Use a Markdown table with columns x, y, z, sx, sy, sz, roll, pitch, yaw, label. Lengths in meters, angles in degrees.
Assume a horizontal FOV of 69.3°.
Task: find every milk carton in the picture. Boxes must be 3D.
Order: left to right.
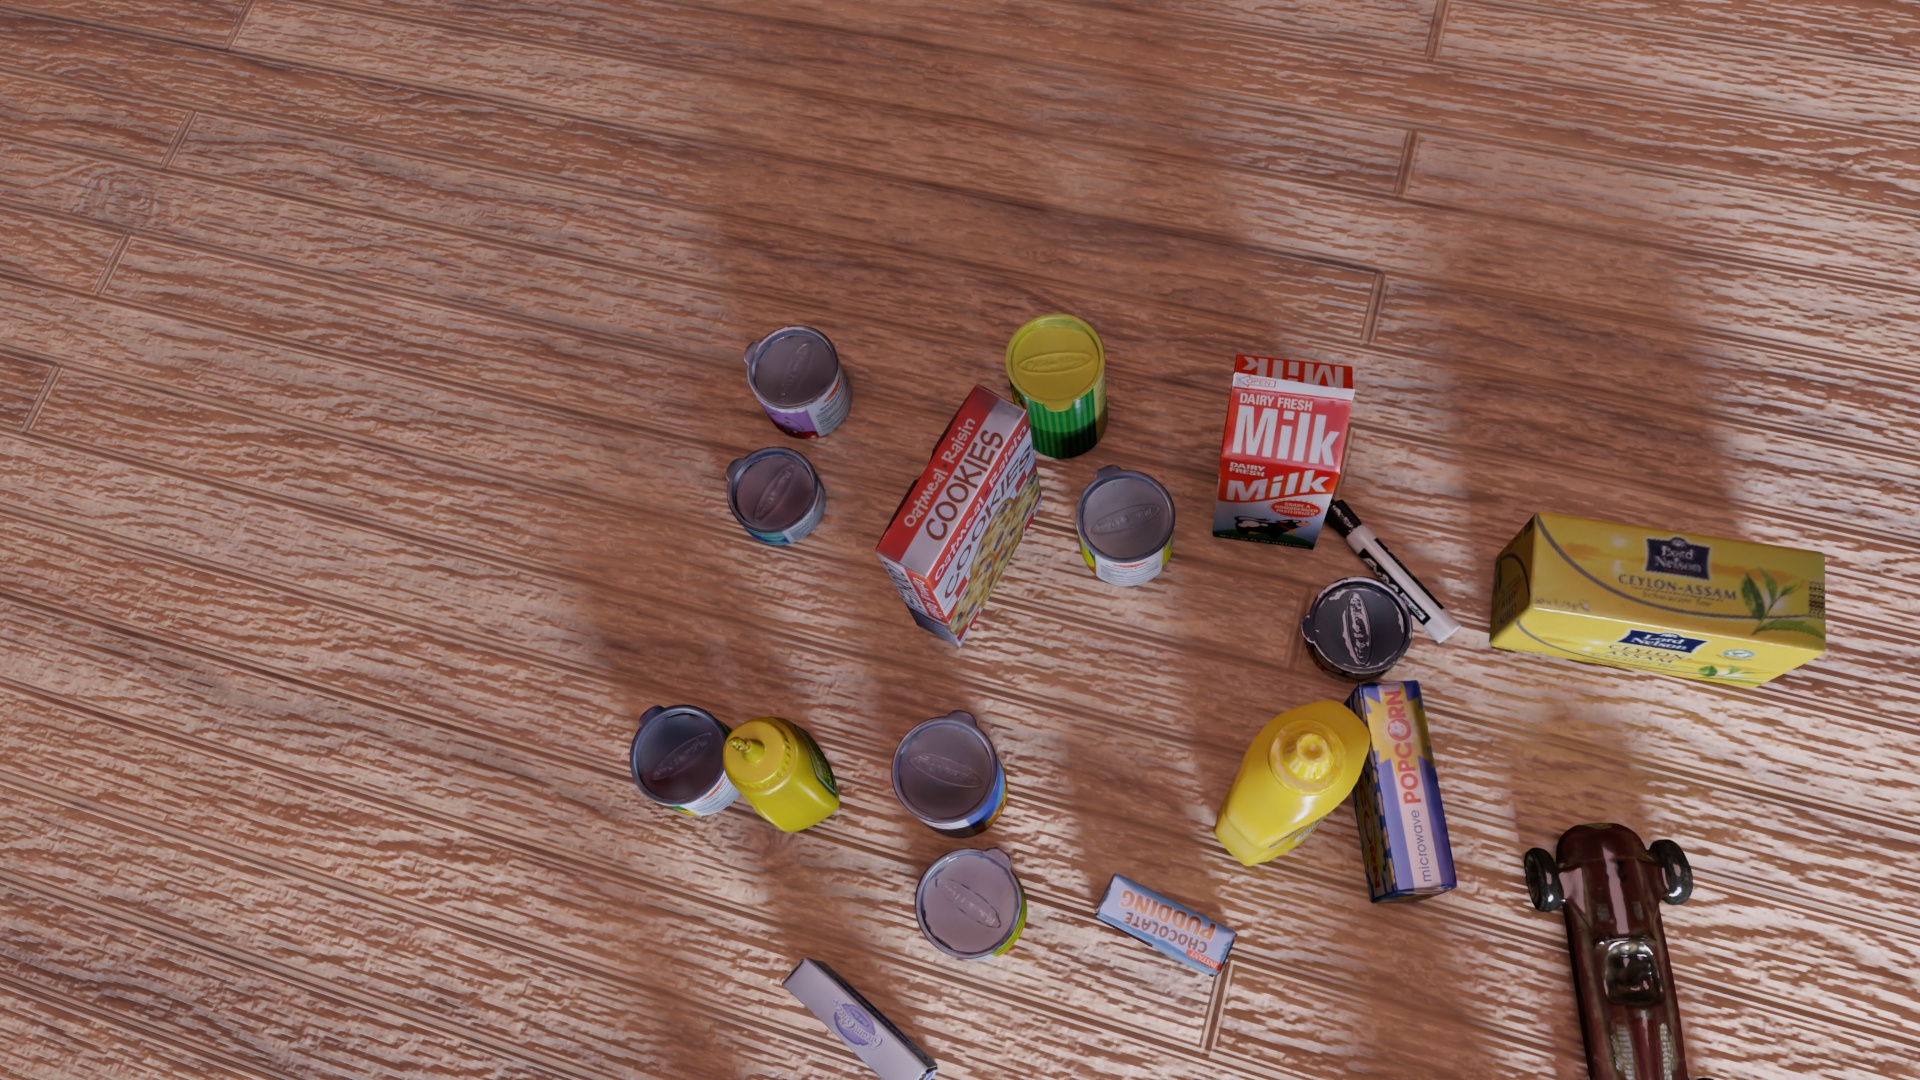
| x | y | z | sx | sy | sz | roll | pitch | yaw | label |
| --- | --- | --- | --- | --- | --- | --- | --- | --- | --- |
| 0.203 | -0.061 | 0.884 | 0.072 | 0.190 | 0.073 | 8 | 73 | 10 | milk carton |

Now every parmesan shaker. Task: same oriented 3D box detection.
| x | y | z | sx | sy | sz | roll | pitch | yaw | label |
| --- | --- | --- | --- | --- | --- | --- | --- | --- | --- |
| 0.068 | -0.102 | 0.961 | 0.071 | 0.103 | 0.071 | -2 | 71 | 6 | parmesan shaker |

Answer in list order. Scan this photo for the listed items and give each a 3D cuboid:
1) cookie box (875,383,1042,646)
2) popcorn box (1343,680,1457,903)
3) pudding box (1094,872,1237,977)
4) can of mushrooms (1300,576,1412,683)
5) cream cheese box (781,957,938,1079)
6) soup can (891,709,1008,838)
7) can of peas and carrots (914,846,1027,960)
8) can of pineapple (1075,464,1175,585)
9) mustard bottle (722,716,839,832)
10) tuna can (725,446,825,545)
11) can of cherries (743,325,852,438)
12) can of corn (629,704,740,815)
| x | y | z | sx | sy | sz | roll | pitch | yaw | label |
| --- | --- | --- | --- | --- | --- | --- | --- | --- | --- |
| 0.003 | -0.011 | 0.904 | 0.040 | 0.167 | 0.123 | 27 | 77 | 15 | cookie box |
| 0.267 | 0.157 | 0.857 | 0.038 | 0.085 | 0.127 | -6 | 71 | 5 | popcorn box |
| 0.127 | 0.240 | 0.864 | 0.084 | 0.049 | 0.030 | 24 | 76 | 14 | pudding box |
| 0.260 | 0.060 | 0.919 | 0.071 | 0.033 | 0.071 | -2 | 71 | 6 | can of mushrooms |
| -0.061 | 0.302 | 0.864 | 0.104 | 0.053 | 0.024 | 37 | 80 | 17 | cream cheese box |
| -0.004 | 0.151 | 0.893 | 0.071 | 0.083 | 0.071 | -2 | 71 | 6 | soup can |
| 0.009 | 0.229 | 0.878 | 0.071 | 0.058 | 0.071 | -2 | 71 | 6 | can of peas and carrots |
| 0.113 | -0.009 | 0.948 | 0.071 | 0.057 | 0.071 | -2 | 71 | 6 | can of pineapple |
| -0.116 | 0.142 | 0.869 | 0.049 | 0.159 | 0.065 | -27 | 70 | -2 | mustard bottle |
| -0.134 | -0.033 | 0.999 | 0.071 | 0.032 | 0.071 | -2 | 71 | 6 | tuna can |
| -0.118 | -0.116 | 1.013 | 0.071 | 0.058 | 0.071 | -2 | 71 | 6 | can of cherries |
| -0.181 | 0.146 | 0.930 | 0.071 | 0.058 | 0.071 | -2 | 71 | 6 | can of corn |
